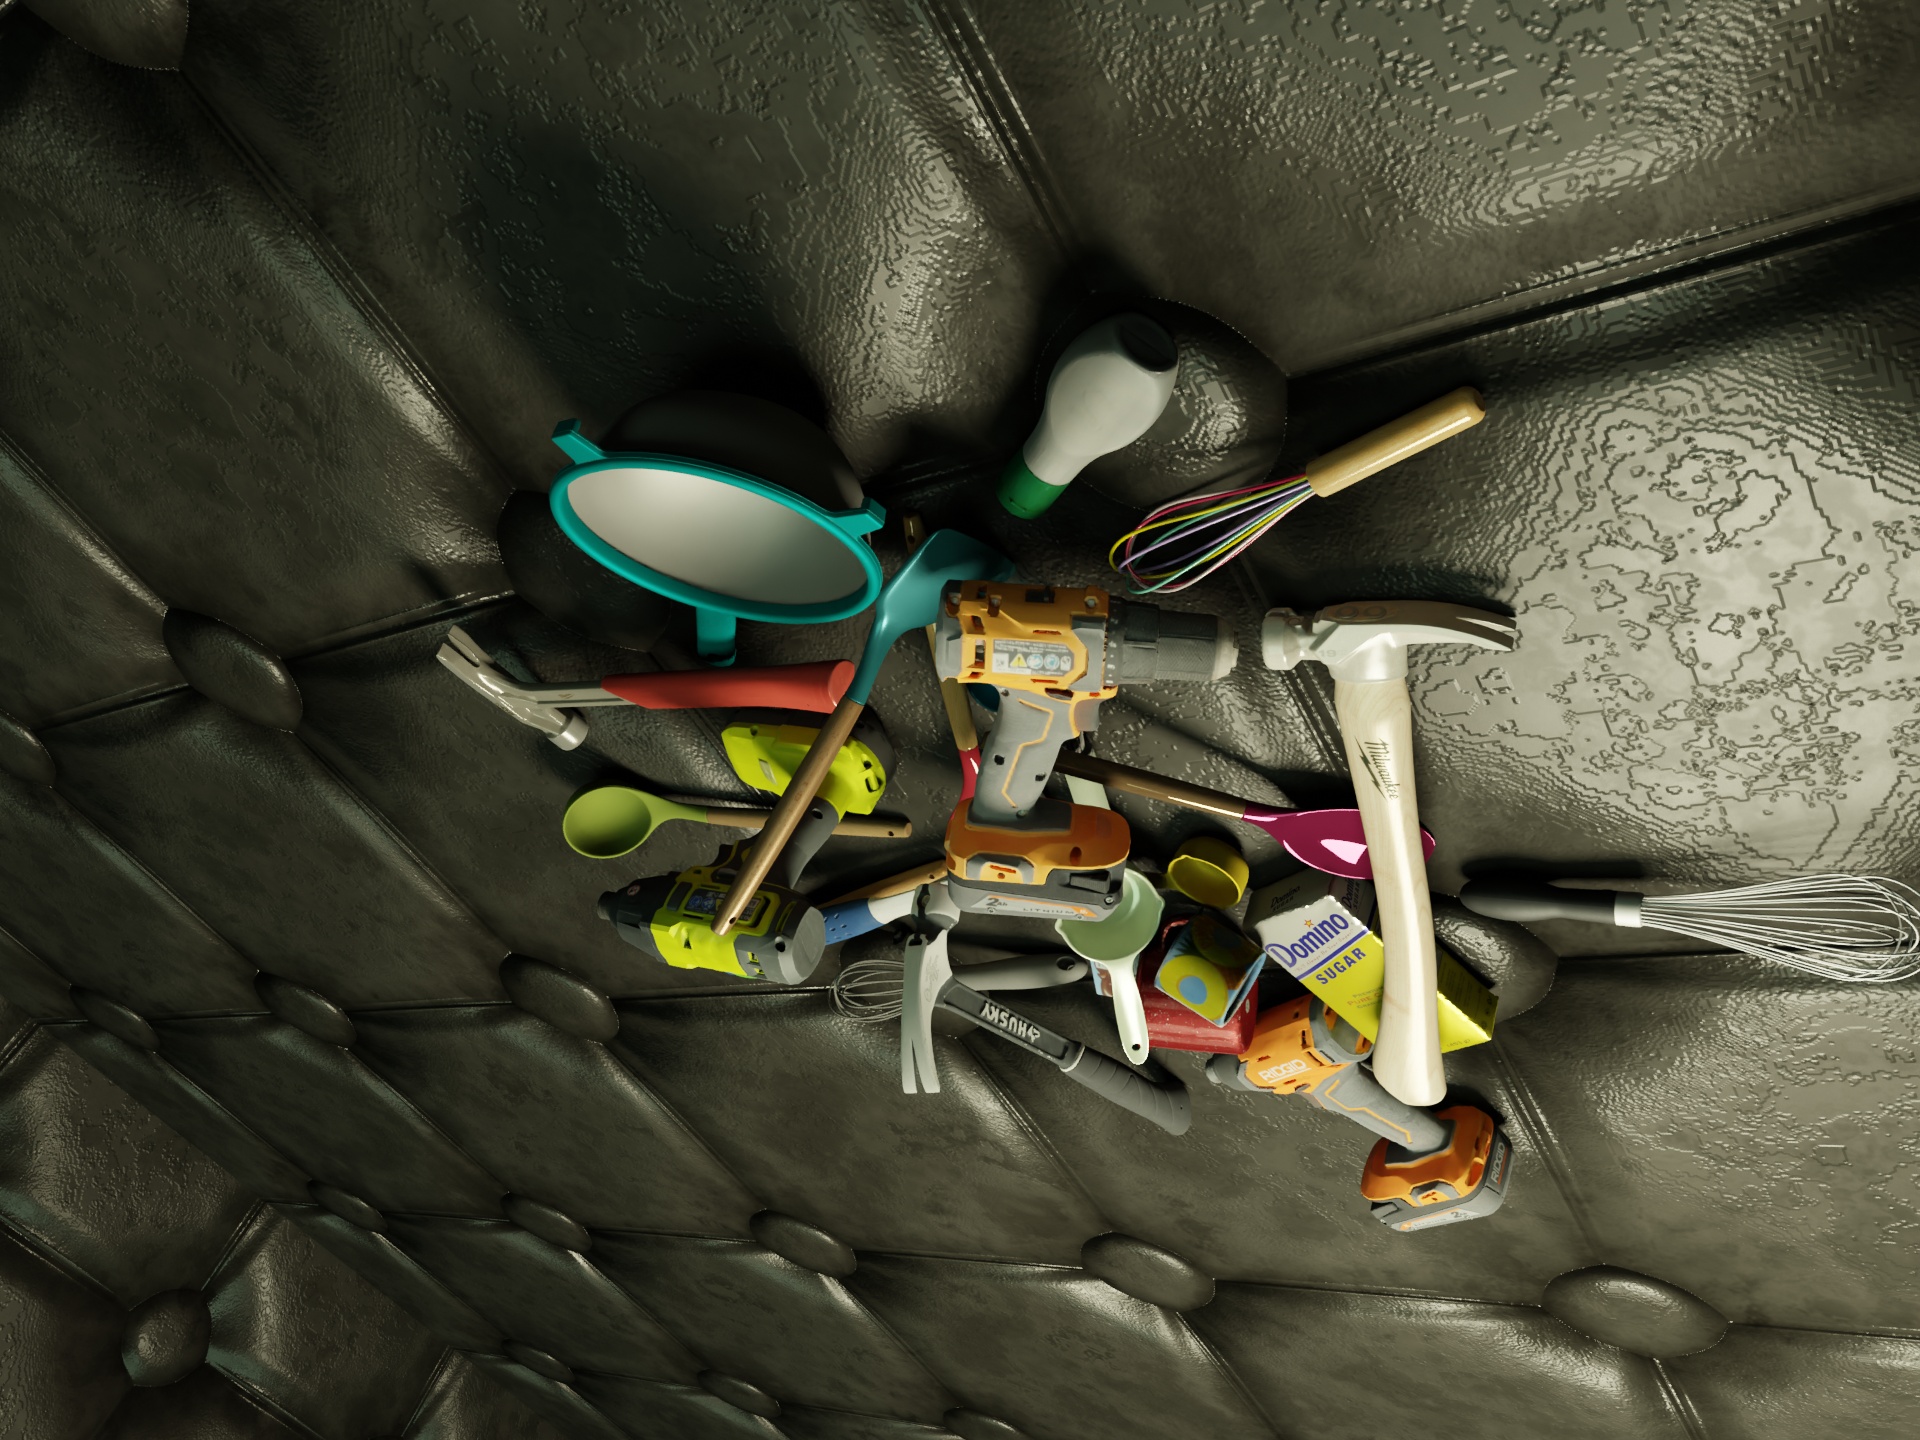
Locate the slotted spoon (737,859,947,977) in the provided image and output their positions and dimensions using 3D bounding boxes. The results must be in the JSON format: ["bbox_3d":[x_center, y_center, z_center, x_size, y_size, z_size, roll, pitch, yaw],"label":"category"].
[{"bbox_3d":[-0.115,0.171,1.405,0.314,0.031,0.070,-26,114,42],"label":"slotted spoon"}]

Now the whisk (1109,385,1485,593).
[{"bbox_3d":[0.182,-0.128,0.903,0.245,0.051,0.047,-24,114,40],"label":"whisk"}]

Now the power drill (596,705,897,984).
[{"bbox_3d":[-0.153,0.085,1.175,0.171,0.223,0.080,7,136,22],"label":"power drill"}]

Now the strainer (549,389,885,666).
[{"bbox_3d":[-0.152,-0.128,1.062,0.211,0.095,0.340,14,162,-4],"label":"strainer"}]

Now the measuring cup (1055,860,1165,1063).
[{"bbox_3d":[0.117,0.179,1.196,0.083,0.038,0.167,-13,109,-1],"label":"measuring cup"}]

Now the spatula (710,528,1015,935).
[{"bbox_3d":[-0.078,0.013,1.047,0.044,0.317,0.082,37,-171,39],"label":"spatula"}]

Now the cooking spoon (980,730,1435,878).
[{"bbox_3d":[0.169,0.054,1.089,0.319,0.017,0.068,15,134,-3],"label":"cooking spoon"}]

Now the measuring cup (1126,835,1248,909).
[{"bbox_3d":[0.150,0.111,1.202,0.156,0.029,0.062,-2,134,47],"label":"measuring cup"}]

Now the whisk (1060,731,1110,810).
[{"bbox_3d":[0.080,0.016,1.118,0.058,0.059,0.246,43,162,43],"label":"whisk"}]

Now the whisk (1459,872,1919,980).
[{"bbox_3d":[0.463,0.123,1.018,0.285,0.070,0.070,2,135,34],"label":"whisk"}]

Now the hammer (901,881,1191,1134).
[{"bbox_3d":[0.080,0.270,1.278,0.036,0.149,0.408,-10,149,35],"label":"hammer"}]

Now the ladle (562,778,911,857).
[{"bbox_3d":[-0.192,0.089,1.337,0.320,0.062,0.078,3,132,23],"label":"ladle"}]

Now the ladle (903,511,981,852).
[{"bbox_3d":[-0.002,-0.004,1.119,0.069,0.031,0.315,4,125,26],"label":"ladle"}]

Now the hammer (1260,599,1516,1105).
[{"bbox_3d":[0.298,0.103,1.048,0.146,0.038,0.410,1,126,25],"label":"hammer"}]

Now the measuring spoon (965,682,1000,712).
[{"bbox_3d":[0.013,-0.063,1.092,0.042,0.021,0.128,5,128,38],"label":"measuring spoon"}]

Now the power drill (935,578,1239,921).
[{"bbox_3d":[0.076,0.018,1.019,0.185,0.084,0.226,3,121,4],"label":"power drill"}]

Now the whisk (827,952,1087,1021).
[{"bbox_3d":[-0.005,0.225,1.366,0.239,0.055,0.055,-10,130,20],"label":"whisk"}]

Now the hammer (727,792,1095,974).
[{"bbox_3d":[-0.058,0.161,1.321,0.405,0.035,0.144,-20,113,38],"label":"hammer"}]

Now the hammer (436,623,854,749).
[{"bbox_3d":[-0.232,-0.028,1.201,0.359,0.037,0.149,-1,148,36],"label":"hammer"}]

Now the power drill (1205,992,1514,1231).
[{"bbox_3d":[0.314,0.314,1.286,0.226,0.084,0.164,41,139,-11],"label":"power drill"}]
